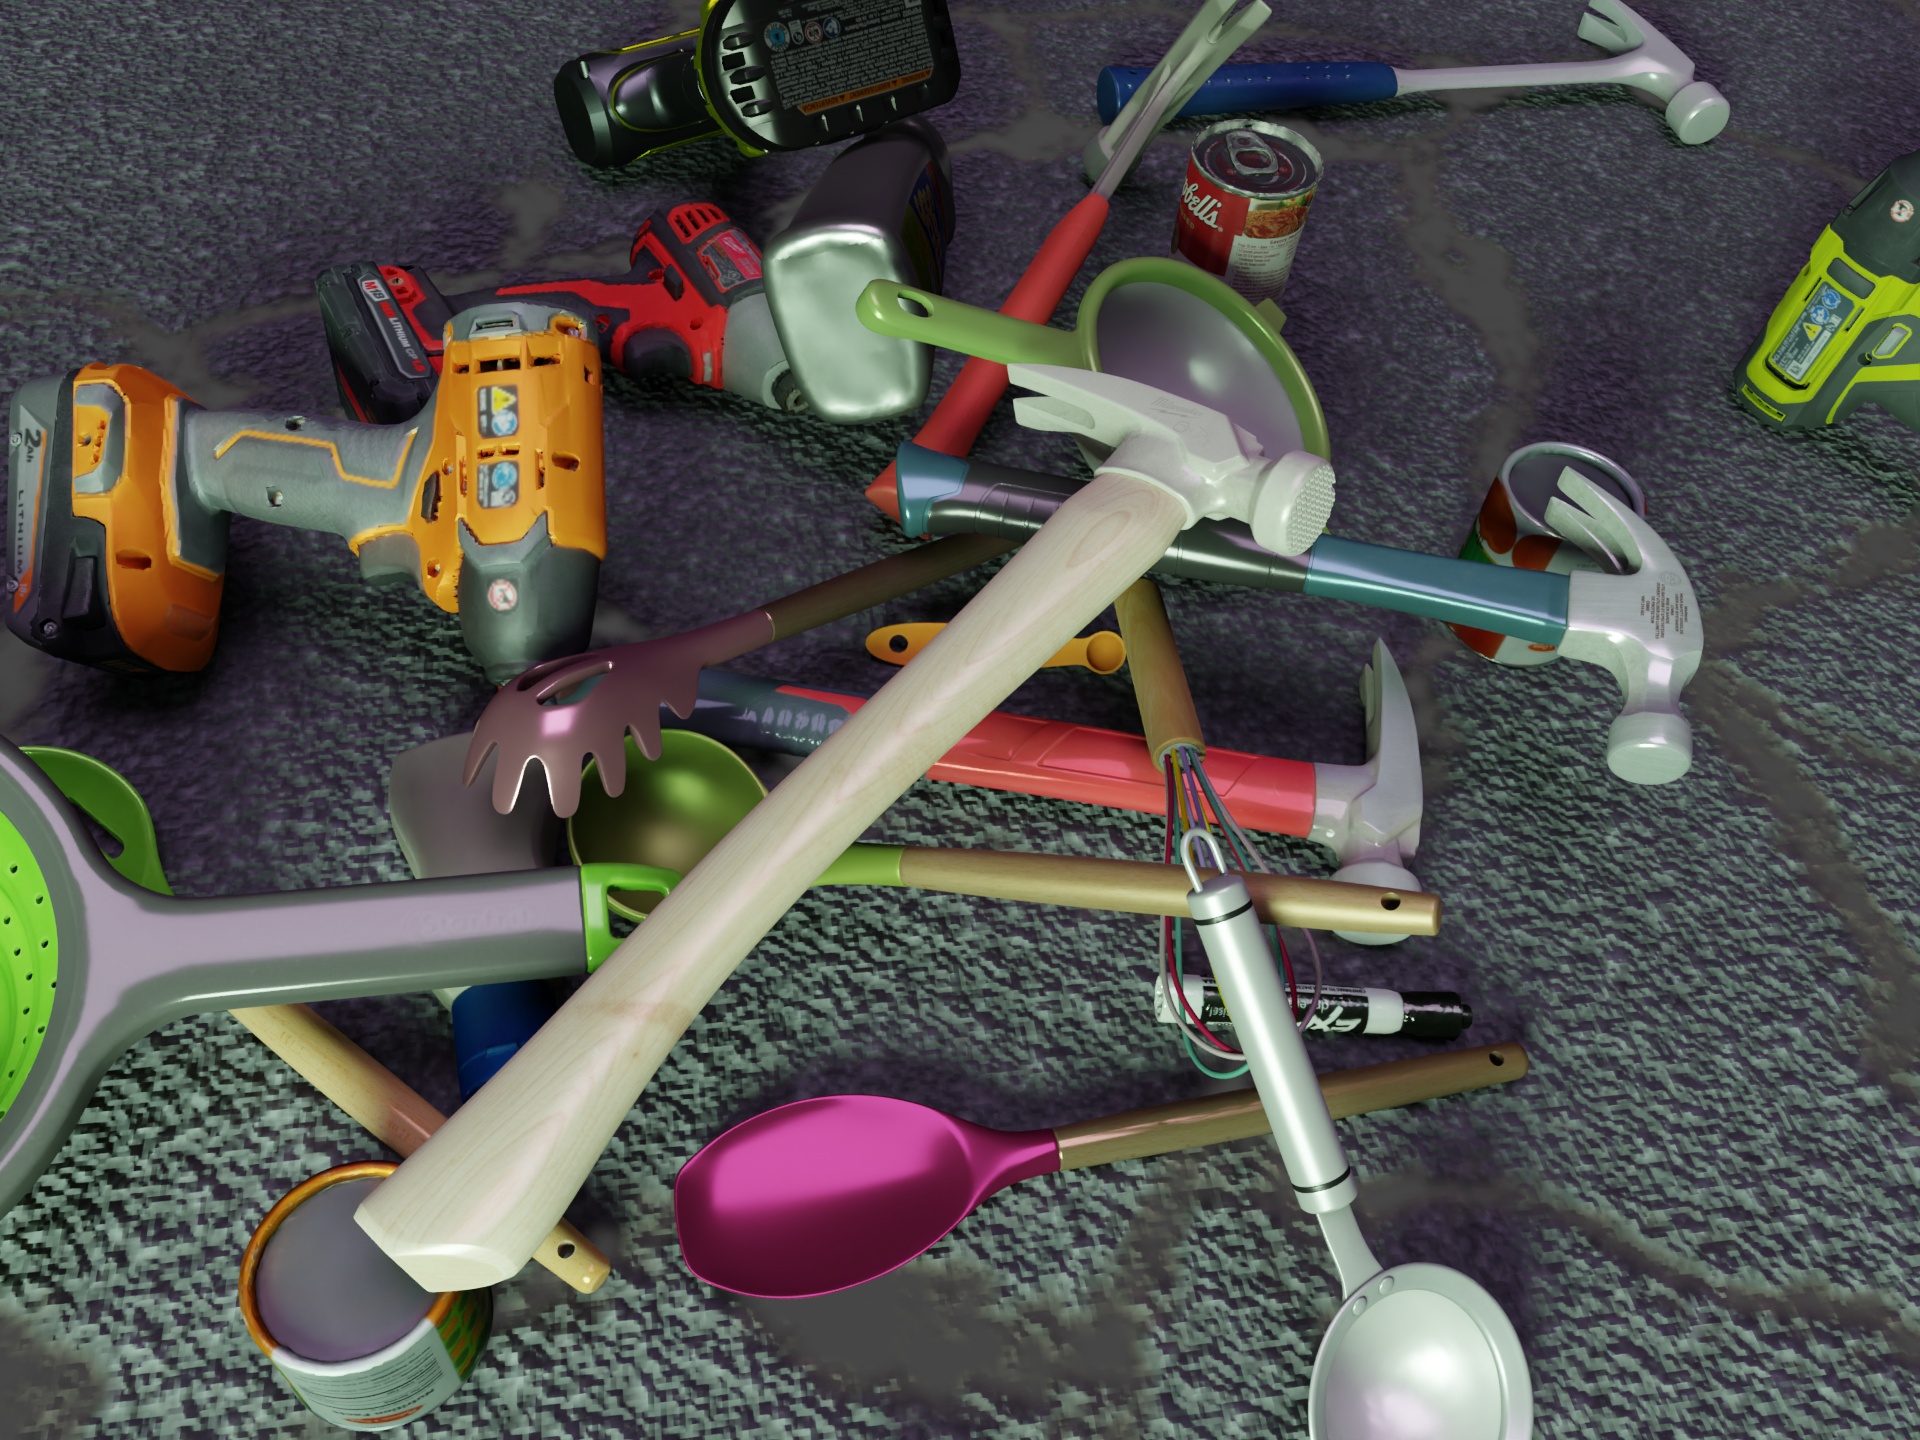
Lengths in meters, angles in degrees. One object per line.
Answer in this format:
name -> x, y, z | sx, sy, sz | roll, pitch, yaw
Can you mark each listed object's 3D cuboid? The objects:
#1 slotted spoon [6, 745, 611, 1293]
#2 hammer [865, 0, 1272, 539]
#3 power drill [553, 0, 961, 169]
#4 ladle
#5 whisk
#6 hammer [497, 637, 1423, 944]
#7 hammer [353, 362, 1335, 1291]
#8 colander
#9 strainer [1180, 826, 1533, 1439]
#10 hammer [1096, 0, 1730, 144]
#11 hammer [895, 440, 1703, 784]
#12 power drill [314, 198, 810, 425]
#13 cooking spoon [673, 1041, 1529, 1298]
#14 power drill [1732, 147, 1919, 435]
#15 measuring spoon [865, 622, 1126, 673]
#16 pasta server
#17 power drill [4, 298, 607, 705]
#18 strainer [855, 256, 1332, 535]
slotted spoon -> -0.248, 0.106, 0.567 | 0.314, 0.031, 0.070 | 32, 63, 16
hammer -> 0.051, -0.233, 0.812 | 0.036, 0.149, 0.359 | 36, 59, -12
power drill -> -0.098, -0.358, 0.867 | 0.190, 0.080, 0.229 | -26, 26, -23
ladle -> 0.001, 0.048, 0.554 | 0.320, 0.062, 0.078 | 3, 61, 26
whisk -> 0.089, 0.033, 0.606 | 0.047, 0.051, 0.245 | 15, 41, -22
hammer -> -0.001, -0.002, 0.671 | 0.386, 0.038, 0.143 | 9, 50, 1
hammer -> -0.042, 0.015, 0.546 | 0.146, 0.038, 0.411 | 28, 60, 31
colander -> -0.292, 0.090, 0.526 | 0.397, 0.094, 0.205 | -3, 70, -16
strainer -> 0.117, 0.153, 0.502 | 0.087, 0.050, 0.258 | -23, 94, -26
hammer -> 0.285, -0.417, 1.030 | 0.405, 0.035, 0.144 | -7, 53, -12
hammer -> 0.129, -0.066, 0.651 | 0.331, 0.033, 0.128 | 12, 59, 10
power drill -> -0.180, -0.178, 0.770 | 0.219, 0.078, 0.143 | -21, 57, -24
cooking spoon -> 0.058, 0.150, 0.570 | 0.319, 0.017, 0.069 | -8, 54, -11
power drill -> 0.511, -0.168, 0.775 | 0.080, 0.171, 0.223 | -28, 63, -25
measuring spoon -> 0.016, -0.033, 0.712 | 0.117, 0.021, 0.011 | 2, 9, -3
pasta server -> -0.063, -0.039, 0.655 | 0.060, 0.040, 0.316 | 28, 37, 32
power drill -> -0.251, -0.072, 0.632 | 0.226, 0.084, 0.164 | -5, 81, 6
strainer -> 0.056, -0.148, 0.737 | 0.256, 0.069, 0.152 | 8, 63, -31
